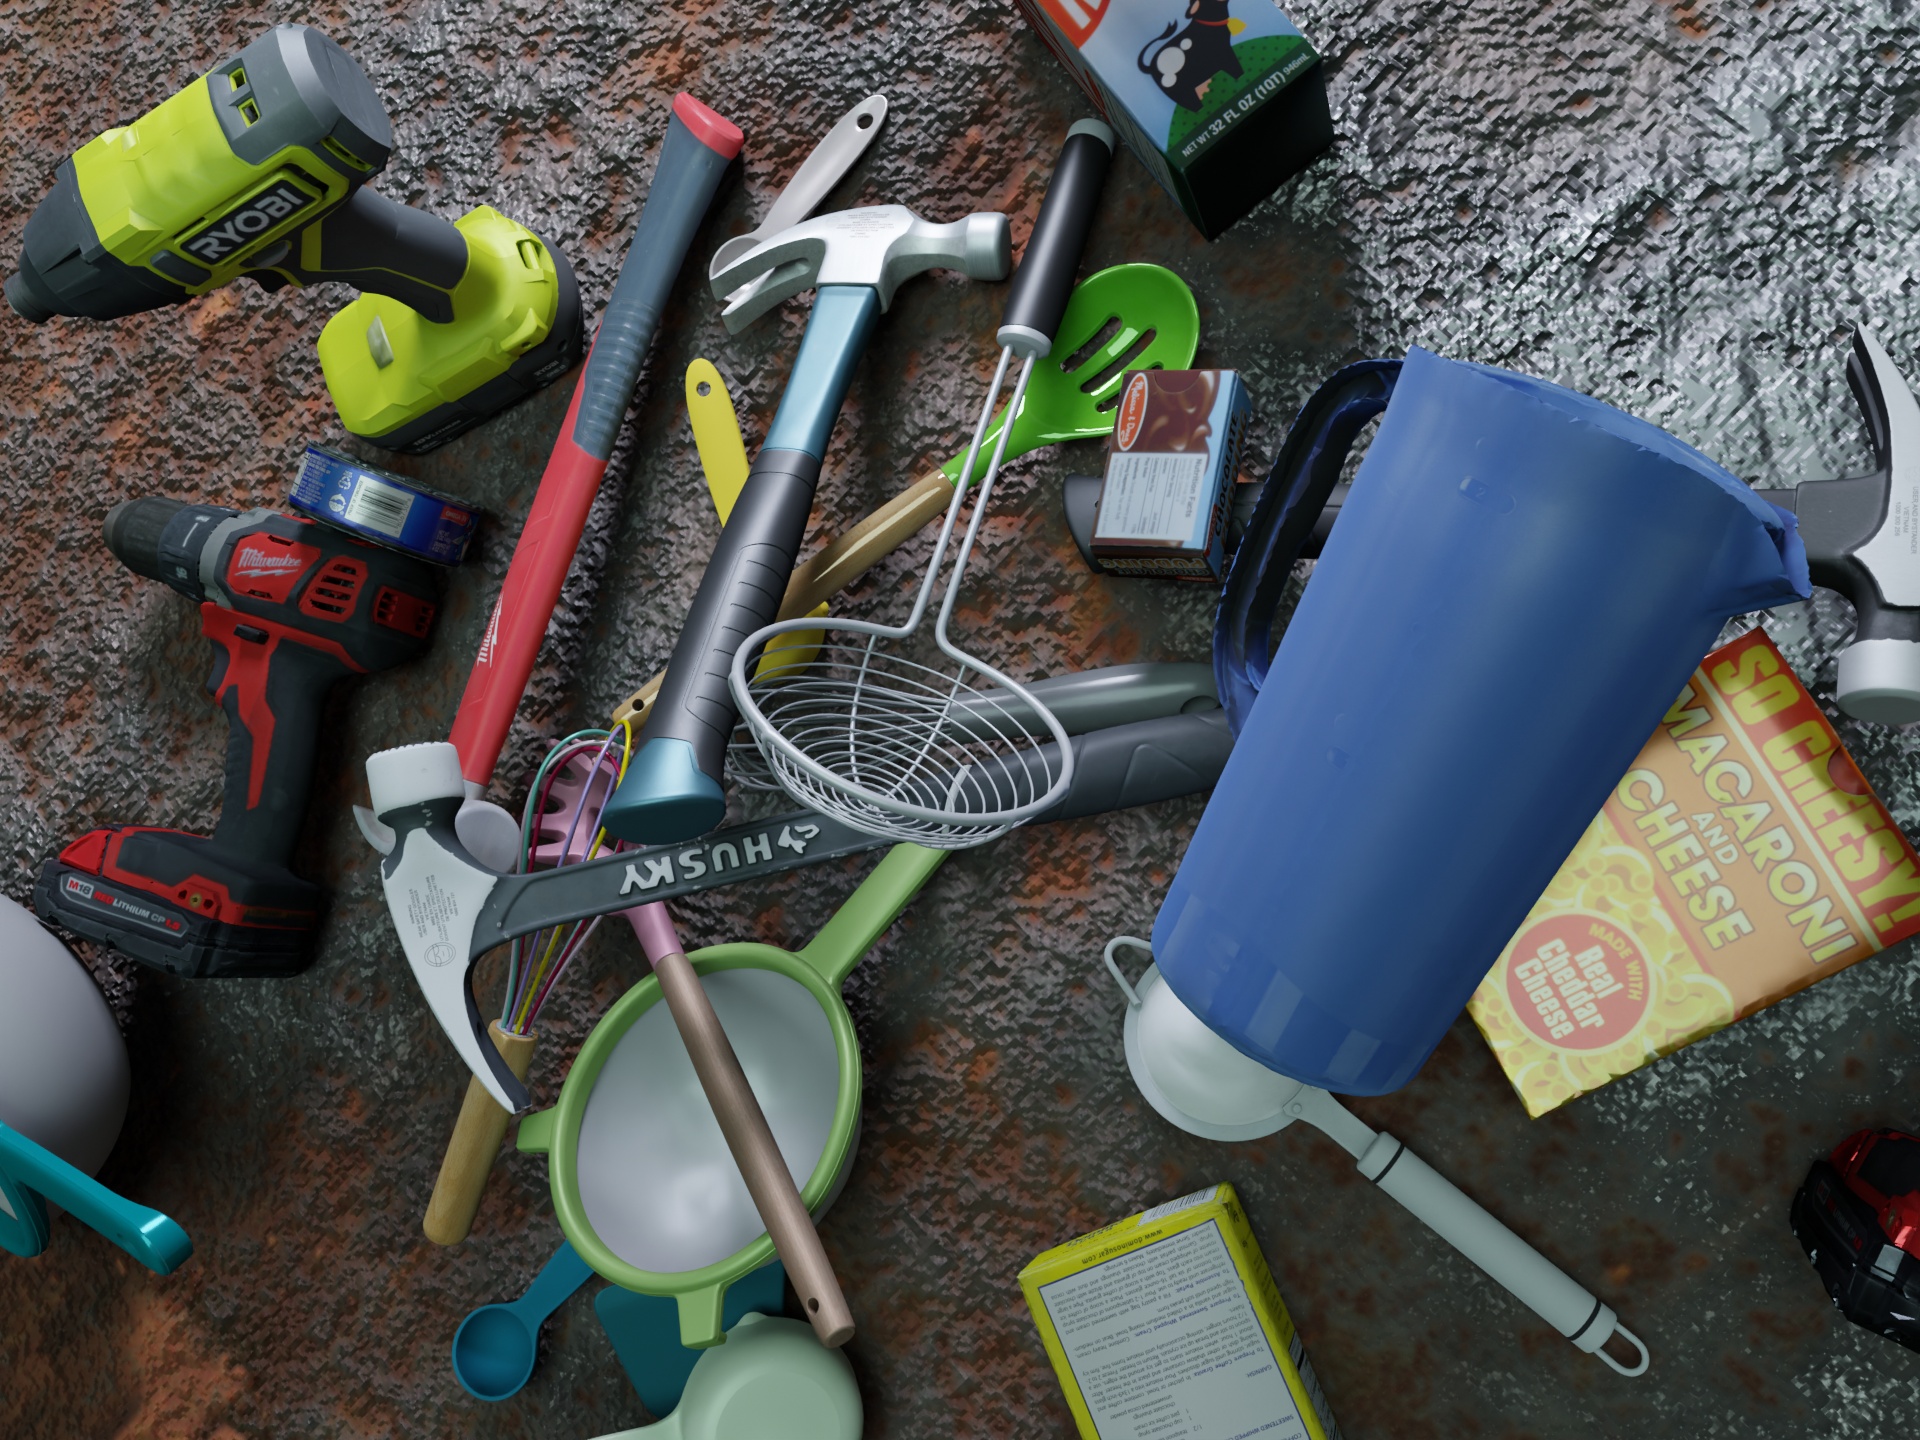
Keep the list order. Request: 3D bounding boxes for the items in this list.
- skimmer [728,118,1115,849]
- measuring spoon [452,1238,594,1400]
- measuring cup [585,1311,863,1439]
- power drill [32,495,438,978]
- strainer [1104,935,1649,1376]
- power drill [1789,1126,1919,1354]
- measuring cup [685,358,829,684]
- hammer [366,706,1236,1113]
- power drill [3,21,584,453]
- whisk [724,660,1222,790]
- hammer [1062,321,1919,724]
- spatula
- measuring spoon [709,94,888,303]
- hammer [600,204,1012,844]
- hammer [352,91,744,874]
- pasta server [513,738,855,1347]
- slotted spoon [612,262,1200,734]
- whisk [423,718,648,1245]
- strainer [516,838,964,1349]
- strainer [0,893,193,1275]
[{"bbox_3d":[0.016,-0.115,0.620,0.127,0.090,0.363,19,67,-4],"label":"skimmer"},{"bbox_3d":[-0.183,0.260,0.740,0.042,0.021,0.128,42,88,18],"label":"measuring spoon"},{"bbox_3d":[-0.120,0.300,0.649,0.167,0.038,0.083,-11,86,-15],"label":"measuring cup"},{"bbox_3d":[-0.377,0.000,0.797,0.188,0.080,0.227,16,86,18],"label":"power drill"},{"bbox_3d":[0.161,0.166,0.630,0.258,0.050,0.087,38,81,14],"label":"strainer"},{"bbox_3d":[0.366,0.102,0.527,0.078,0.143,0.219,24,98,17],"label":"power drill"},{"bbox_3d":[-0.105,-0.092,0.732,0.062,0.029,0.156,-15,90,11],"label":"measuring cup"},{"bbox_3d":[-0.020,0.042,0.635,0.409,0.036,0.149,-13,84,-4],"label":"hammer"},{"bbox_3d":[-0.286,-0.199,0.711,0.171,0.223,0.080,-26,77,13],"label":"power drill"},{"bbox_3d":[-0.001,-0.004,0.695,0.239,0.055,0.055,-7,82,12],"label":"whisk"},{"bbox_3d":[0.199,-0.083,0.631,0.335,0.035,0.146,5,71,24],"label":"hammer"},{"bbox_3d":[-0.090,0.390,0.677,0.082,0.044,0.317,-10,81,-11],"label":"spatula"},{"bbox_3d":[-0.074,-0.248,0.764,0.034,0.018,0.124,39,89,17],"label":"measuring spoon"},{"bbox_3d":[-0.074,-0.096,0.658,0.128,0.033,0.331,5,57,16],"label":"hammer"},{"bbox_3d":[-0.190,-0.115,0.756,0.143,0.038,0.386,6,76,54],"label":"hammer"},{"bbox_3d":[-0.118,0.121,0.666,0.060,0.040,0.317,-51,48,18],"label":"pasta server"},{"bbox_3d":[-0.026,-0.091,0.702,0.314,0.031,0.070,-37,74,2],"label":"slotted spoon"},{"bbox_3d":[-0.185,0.114,0.682,0.047,0.051,0.245,25,97,36],"label":"whisk"},{"bbox_3d":[-0.064,0.138,0.696,0.152,0.069,0.256,31,75,40],"label":"strainer"},{"bbox_3d":[-0.426,0.162,0.742,0.340,0.095,0.210,12,127,34],"label":"strainer"}]
